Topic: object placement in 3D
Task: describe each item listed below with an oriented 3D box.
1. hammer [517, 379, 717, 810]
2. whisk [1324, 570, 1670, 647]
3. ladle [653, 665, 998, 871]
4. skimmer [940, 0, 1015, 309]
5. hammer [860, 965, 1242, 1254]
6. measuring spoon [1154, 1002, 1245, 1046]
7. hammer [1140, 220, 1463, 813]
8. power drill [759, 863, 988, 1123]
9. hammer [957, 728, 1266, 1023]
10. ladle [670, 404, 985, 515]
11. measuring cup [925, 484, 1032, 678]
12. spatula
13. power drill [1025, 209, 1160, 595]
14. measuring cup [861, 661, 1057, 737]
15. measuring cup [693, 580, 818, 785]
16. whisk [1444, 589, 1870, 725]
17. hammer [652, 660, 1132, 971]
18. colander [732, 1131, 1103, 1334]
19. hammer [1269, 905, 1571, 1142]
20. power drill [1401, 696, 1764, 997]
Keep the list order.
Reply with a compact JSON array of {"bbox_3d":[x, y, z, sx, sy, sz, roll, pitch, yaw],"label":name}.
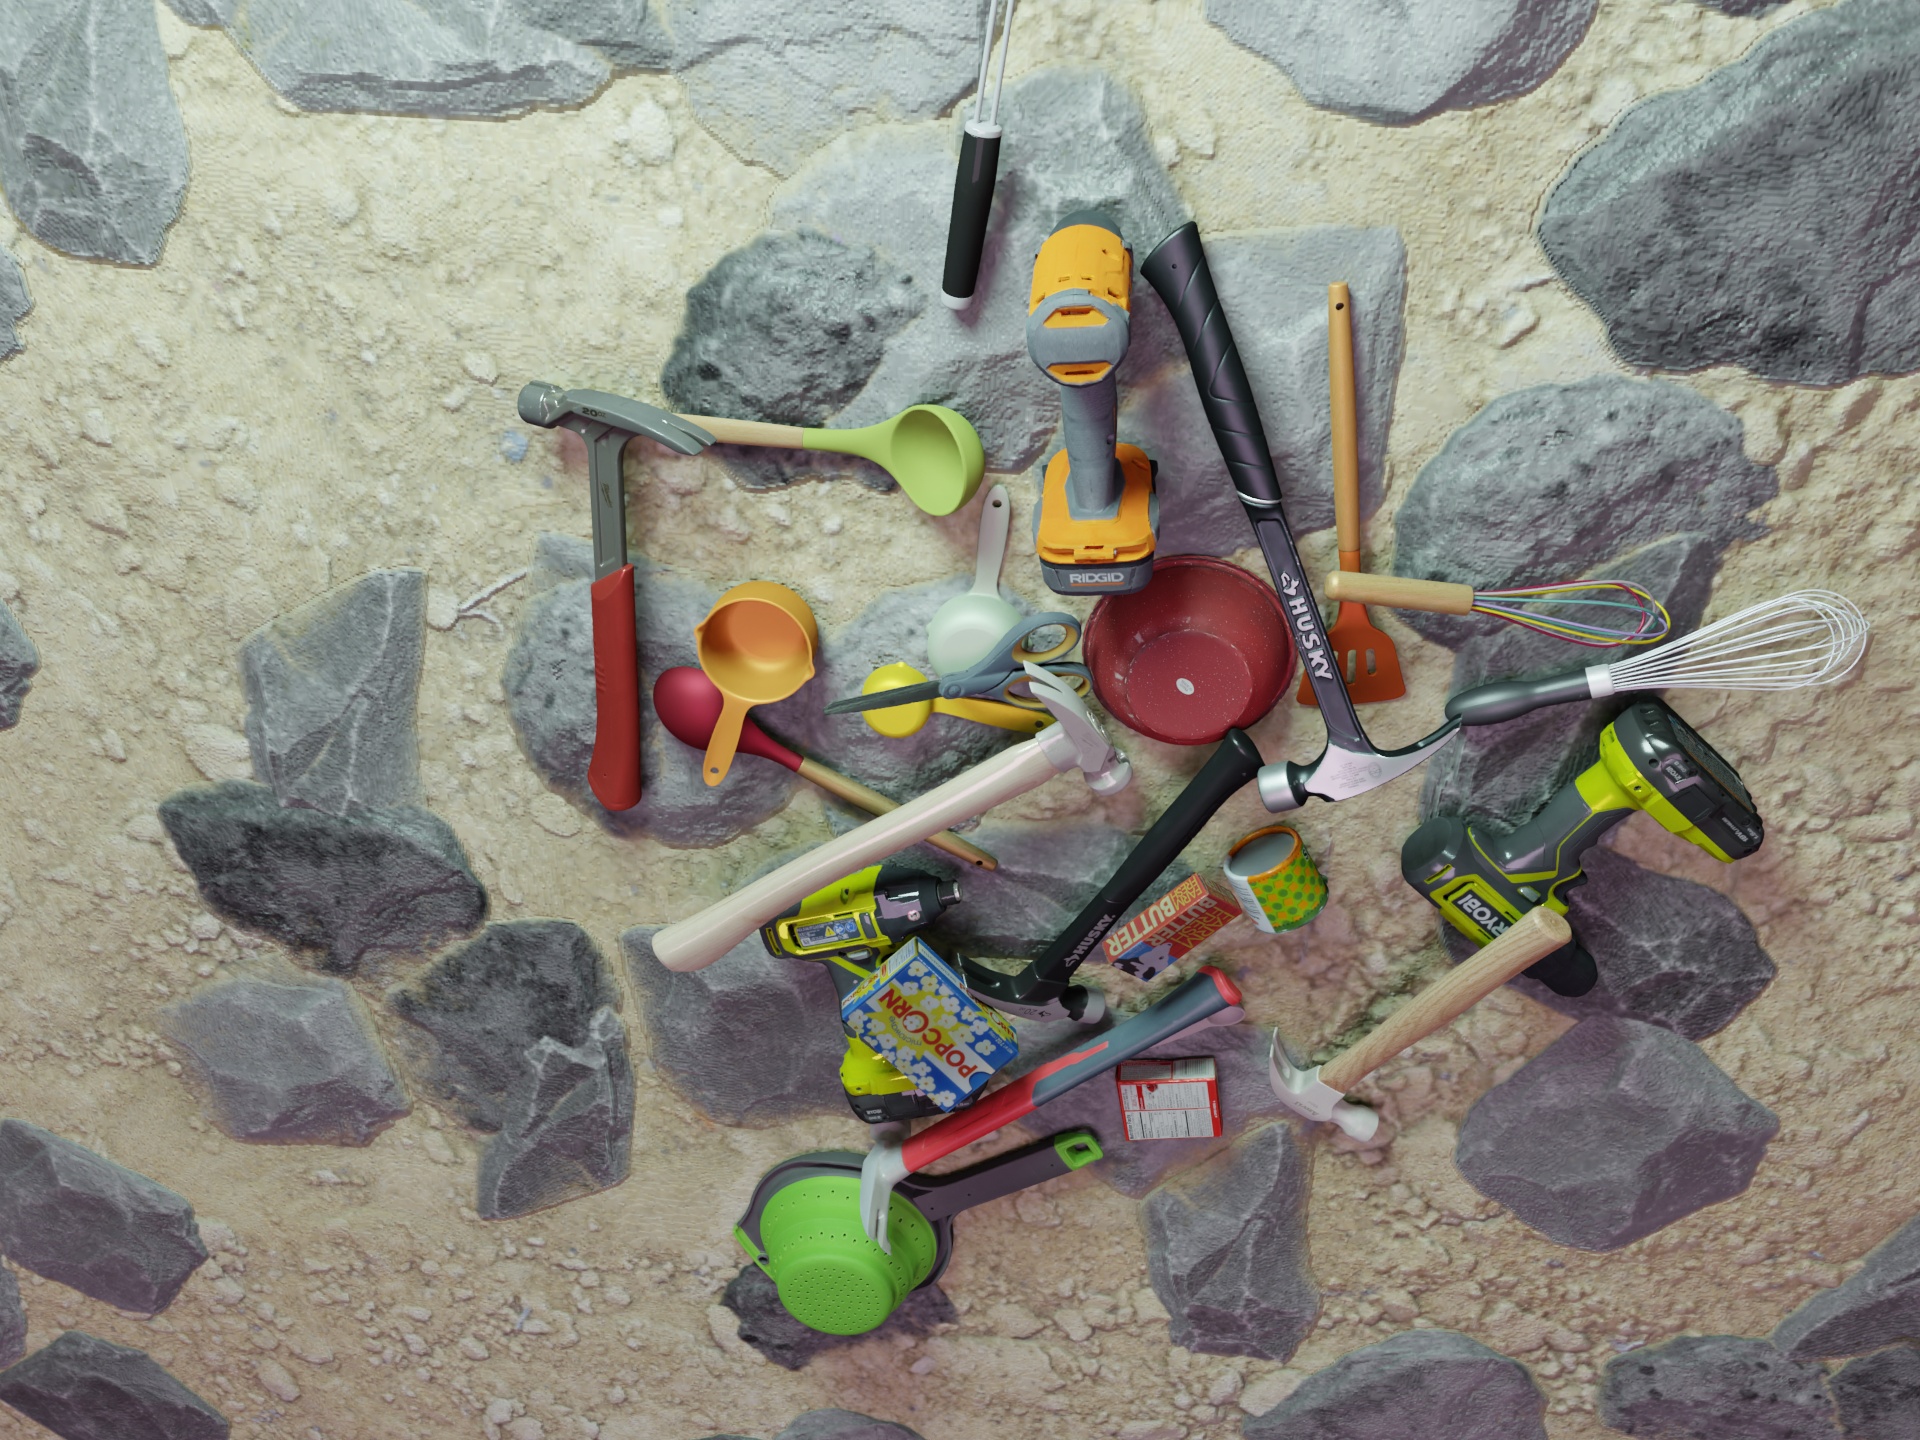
[{"bbox_3d":[-0.255,-0.076,1.204,0.149,0.037,0.358,19,128,17],"label":"hammer"},{"bbox_3d":[0.376,-0.084,1.115,0.245,0.051,0.047,6,82,-2],"label":"whisk"},{"bbox_3d":[-0.108,0.048,1.288,0.315,0.031,0.069,28,121,-11],"label":"ladle"},{"bbox_3d":[0.027,-0.435,0.979,0.127,0.090,0.363,10,132,-1],"label":"skimmer"},{"bbox_3d":[0.072,0.325,1.371,0.386,0.143,0.038,-33,115,19],"label":"hammer"},{"bbox_3d":[0.190,0.263,1.381,0.124,0.018,0.034,-26,137,28],"label":"measuring spoon"},{"bbox_3d":[0.214,-0.135,1.076,0.149,0.036,0.408,-16,104,26],"label":"hammer"},{"bbox_3d":[-0.057,0.229,1.360,0.171,0.080,0.223,-12,115,15],"label":"power drill"},{"bbox_3d":[0.128,0.128,1.253,0.146,0.035,0.334,14,129,-29],"label":"hammer"},{"bbox_3d":[-0.139,-0.198,1.128,0.320,0.062,0.078,7,121,7],"label":"ladle"},{"bbox_3d":[0.017,-0.092,1.176,0.083,0.038,0.167,9,124,3],"label":"measuring cup"},{"bbox_3d":[0.271,-0.147,1.119,0.081,0.041,0.322,-4,116,10],"label":"spatula"},{"bbox_3d":[0.086,-0.213,1.042,0.084,0.164,0.226,-1,133,9],"label":"power drill"},{"bbox_3d":[-0.002,-0.004,1.237,0.156,0.029,0.062,10,122,4],"label":"measuring cup"},{"bbox_3d":[-0.166,-0.029,1.231,0.095,0.052,0.173,20,120,-5],"label":"measuring cup"},{"bbox_3d":[0.490,-0.035,1.134,0.284,0.070,0.070,-14,118,21],"label":"whisk"},{"bbox_3d":[-0.075,0.091,1.243,0.410,0.038,0.146,-28,136,16],"label":"hammer"},{"bbox_3d":[-0.045,0.486,1.497,0.397,0.095,0.204,-26,114,22],"label":"colander"},{"bbox_3d":[0.366,0.242,1.287,0.130,0.031,0.331,28,135,-8],"label":"hammer"},{"bbox_3d":[0.480,0.106,1.209,0.190,0.080,0.228,39,121,-15],"label":"power drill"}]
